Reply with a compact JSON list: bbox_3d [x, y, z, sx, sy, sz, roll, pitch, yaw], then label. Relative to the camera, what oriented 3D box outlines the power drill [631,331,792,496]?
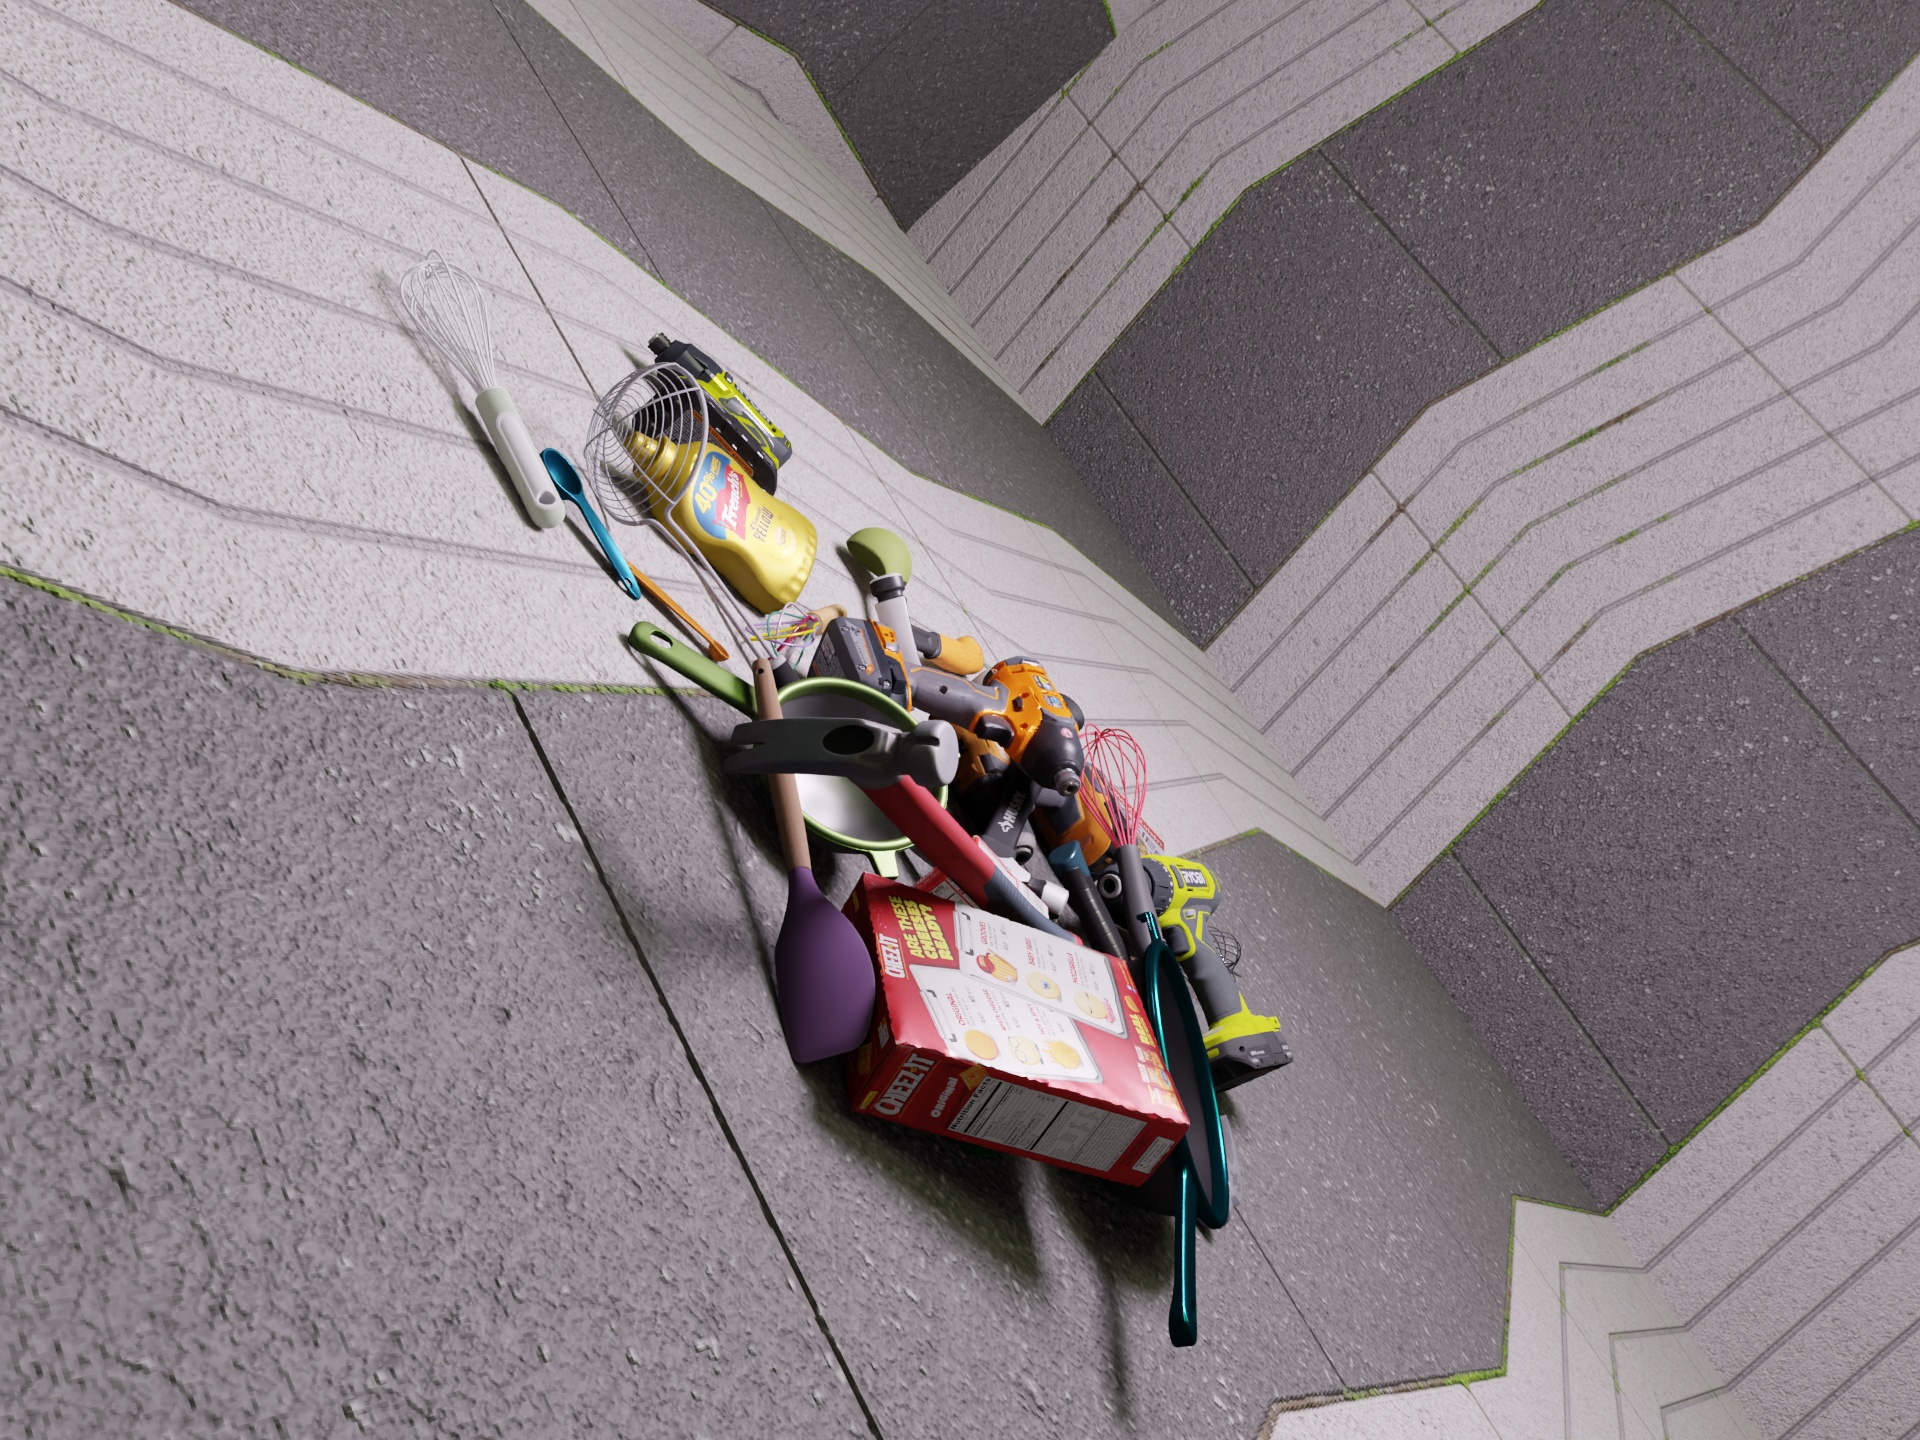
[{"bbox_3d":[-0.234,-0.276,1.478,0.171,0.080,0.223,46,13,-21],"label":"power drill"}]

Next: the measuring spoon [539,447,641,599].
[{"bbox_3d":[-0.277,-0.141,1.173,0.128,0.021,0.042,59,17,-5],"label":"measuring spoon"}]

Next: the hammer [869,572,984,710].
[{"bbox_3d":[-0.021,-0.066,1.601,0.337,0.034,0.127,9,66,-78],"label":"hammer"}]

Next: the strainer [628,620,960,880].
[{"bbox_3d":[-0.134,0.018,1.144,0.256,0.069,0.152,32,42,-4],"label":"strainer"}]

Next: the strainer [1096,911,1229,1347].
[{"bbox_3d":[0.123,0.307,1.131,0.341,0.095,0.210,-76,149,-61],"label":"strainer"}]

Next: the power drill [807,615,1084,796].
[{"bbox_3d":[-0.002,-0.004,1.339,0.226,0.084,0.164,11,30,-27],"label":"power drill"}]

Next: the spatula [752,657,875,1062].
[{"bbox_3d":[-0.106,0.077,1.030,0.018,0.060,0.316,75,-1,-51],"label":"spatula"}]

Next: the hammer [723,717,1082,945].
[{"bbox_3d":[-0.011,0.096,1.066,0.385,0.143,0.038,52,44,-56],"label":"hammer"}]

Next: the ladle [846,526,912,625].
[{"bbox_3d":[-0.078,-0.095,1.587,0.078,0.062,0.320,44,24,-31],"label":"ladle"}]

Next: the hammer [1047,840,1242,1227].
[{"bbox_3d":[0.156,0.256,1.348,0.331,0.033,0.128,65,15,7],"label":"hammer"}]

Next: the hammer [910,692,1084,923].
[{"bbox_3d":[0.052,0.055,1.396,0.146,0.035,0.335,26,29,2],"label":"hammer"}]

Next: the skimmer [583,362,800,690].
[{"bbox_3d":[-0.169,-0.106,1.244,0.363,0.127,0.090,56,33,-13],"label":"skimmer"}]

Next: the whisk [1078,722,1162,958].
[{"bbox_3d":[0.149,0.107,1.450,0.073,0.073,0.296,40,27,-34],"label":"whisk"}]

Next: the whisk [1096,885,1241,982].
[{"bbox_3d":[0.202,0.220,1.630,0.284,0.070,0.070,30,26,-41],"label":"whisk"}]

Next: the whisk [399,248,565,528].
[{"bbox_3d":[-0.342,-0.240,1.151,0.058,0.059,0.246,-18,70,-32],"label":"whisk"}]

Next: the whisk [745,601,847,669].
[{"bbox_3d":[-0.131,-0.081,1.387,0.051,0.047,0.245,54,12,-2],"label":"whisk"}]

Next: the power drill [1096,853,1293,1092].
[{"bbox_3d":[0.215,0.233,1.506,0.190,0.080,0.229,12,51,-57],"label":"power drill"}]

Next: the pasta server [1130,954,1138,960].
[{"bbox_3d":[0.134,0.232,1.464,0.060,0.040,0.316,56,13,16],"label":"pasta server"}]

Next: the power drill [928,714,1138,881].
[{"bbox_3d":[0.075,0.086,1.522,0.226,0.084,0.186,30,27,-43],"label":"power drill"}]

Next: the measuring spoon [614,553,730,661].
[{"bbox_3d":[-0.221,-0.084,1.208,0.116,0.011,0.021,43,9,-15],"label":"measuring spoon"}]
